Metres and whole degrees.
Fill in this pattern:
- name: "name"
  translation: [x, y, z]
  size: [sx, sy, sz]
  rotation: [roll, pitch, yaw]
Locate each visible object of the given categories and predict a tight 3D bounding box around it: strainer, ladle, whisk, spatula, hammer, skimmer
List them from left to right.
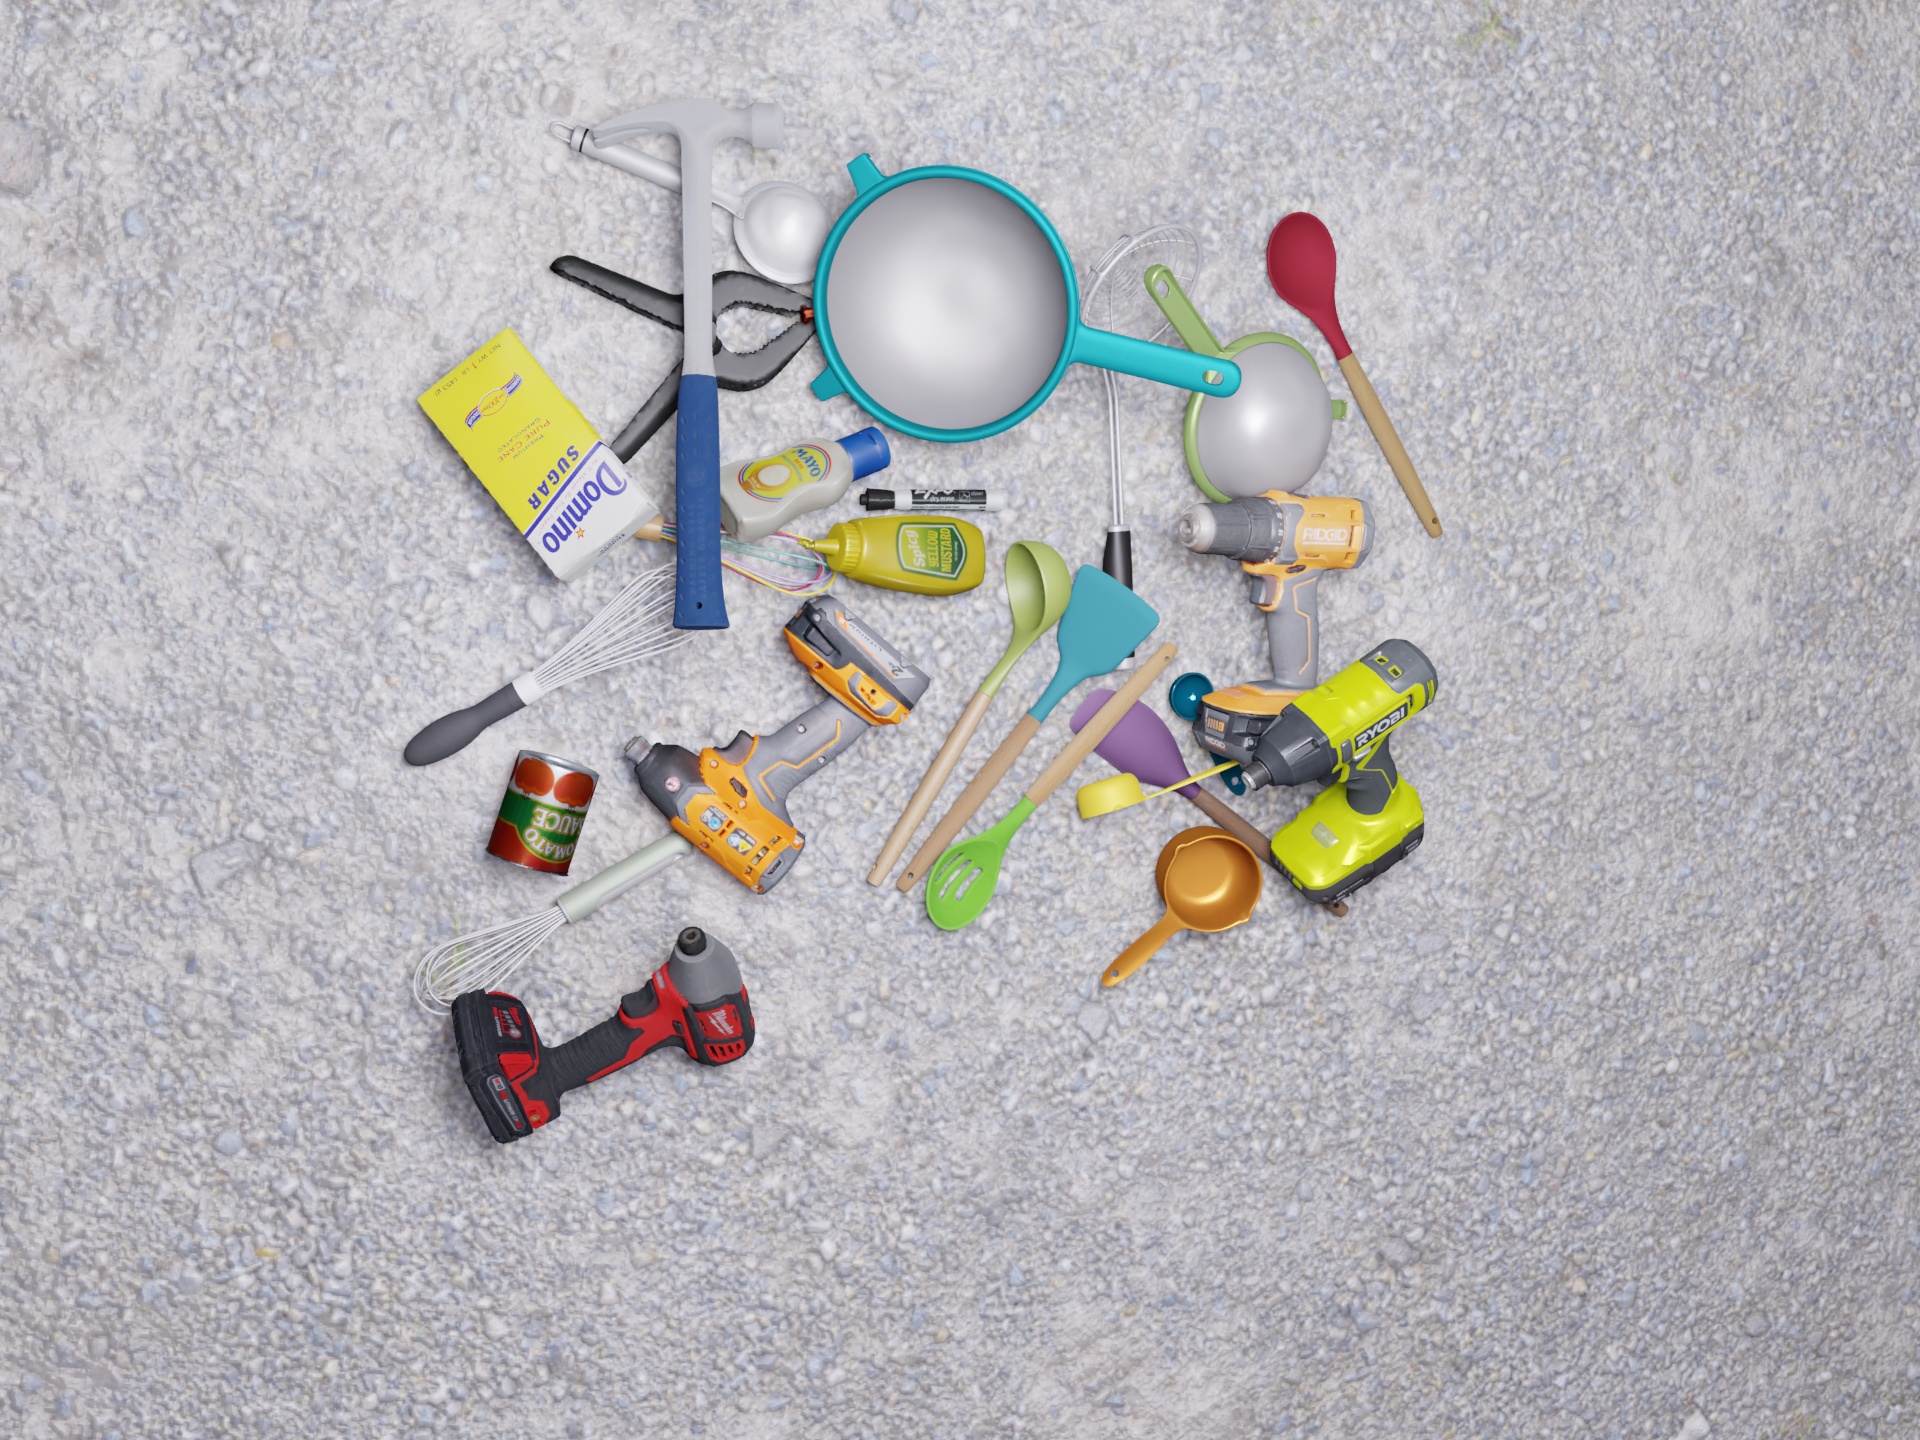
- name: "whisk"
  translation: [-0.323, 0.158, 1.275]
  size: [0.246, 0.057, 0.059]
  rotation: [-31, 71, -13]
- name: "whisk"
  translation: [-0.313, -0.043, 1.255]
  size: [0.284, 0.070, 0.070]
  rotation: [-31, 101, -4]
- name: "whisk"
  translation: [-0.218, -0.145, 1.274]
  size: [0.245, 0.051, 0.047]
  rotation: [13, 98, -11]
- name: "hammer"
  translation: [-0.205, -0.272, 1.210]
  size: [0.144, 0.035, 0.405]
  rotation: [0, 87, -7]
- name: "strainer"
  translation: [-0.199, -0.416, 1.255]
  size: [0.258, 0.050, 0.087]
  rotation: [20, 74, -11]
- name: "ladle"
  translation: [-0.002, -0.004, 1.330]
  size: [0.062, 0.078, 0.320]
  rotation: [29, 94, -30]
- name: "spatula"
  translation: [0.044, 0.016, 1.348]
  size: [0.082, 0.044, 0.317]
  rotation: [37, 88, 11]
- name: "strainer"
  translation: [0.057, -0.317, 1.258]
  size: [0.340, 0.095, 0.211]
  rotation: [15, 116, 5]
- name: "skimmer"
  translation: [0.152, -0.222, 1.327]
  size: [0.127, 0.090, 0.363]
  rotation: [-11, 101, -44]
- name: "spatula"
  translation: [0.229, 0.078, 1.408]
  size: [0.315, 0.018, 0.060]
  rotation: [39, 92, -13]
- name: "strainer"
  translation: [0.236, -0.275, 1.306]
  size: [0.151, 0.069, 0.256]
  rotation: [-50, 127, -5]
- name: "ladle"
  translation: [0.352, -0.299, 1.400]
  size: [0.069, 0.031, 0.315]
  rotation: [-33, 103, -10]

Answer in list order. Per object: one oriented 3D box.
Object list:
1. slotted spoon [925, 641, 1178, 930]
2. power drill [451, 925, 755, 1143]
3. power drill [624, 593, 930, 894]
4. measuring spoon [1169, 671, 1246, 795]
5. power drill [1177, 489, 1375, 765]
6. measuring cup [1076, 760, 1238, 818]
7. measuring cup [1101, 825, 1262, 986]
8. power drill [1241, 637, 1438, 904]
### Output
- name: "slotted spoon"
  translation: [0.078, 0.051, 1.359]
  size: [0.314, 0.031, 0.070]
  rotation: [-48, 123, -4]
- name: "power drill"
  translation: [-0.276, 0.238, 1.251]
  size: [0.219, 0.079, 0.143]
  rotation: [-17, 136, -12]
- name: "power drill"
  translation: [-0.151, 0.007, 1.284]
  size: [0.164, 0.084, 0.226]
  rotation: [40, 89, -13]
- name: "measuring spoon"
  translation: [0.219, 0.013, 1.405]
  size: [0.042, 0.021, 0.128]
  rotation: [-35, 111, -13]
- name: "power drill"
  translation: [0.253, -0.080, 1.337]
  size: [0.185, 0.084, 0.226]
  rotation: [-2, 104, -30]
- name: "measuring cup"
  translation: [0.173, 0.047, 1.367]
  size: [0.156, 0.062, 0.029]
  rotation: [-20, 88, -4]
- name: "measuring cup"
  translation: [0.184, 0.164, 1.392]
  size: [0.173, 0.052, 0.095]
  rotation: [-44, 104, 5]
- name: "power drill"
  translation: [0.312, 0.050, 1.315]
  size: [0.171, 0.080, 0.223]
  rotation: [-33, 142, -9]
